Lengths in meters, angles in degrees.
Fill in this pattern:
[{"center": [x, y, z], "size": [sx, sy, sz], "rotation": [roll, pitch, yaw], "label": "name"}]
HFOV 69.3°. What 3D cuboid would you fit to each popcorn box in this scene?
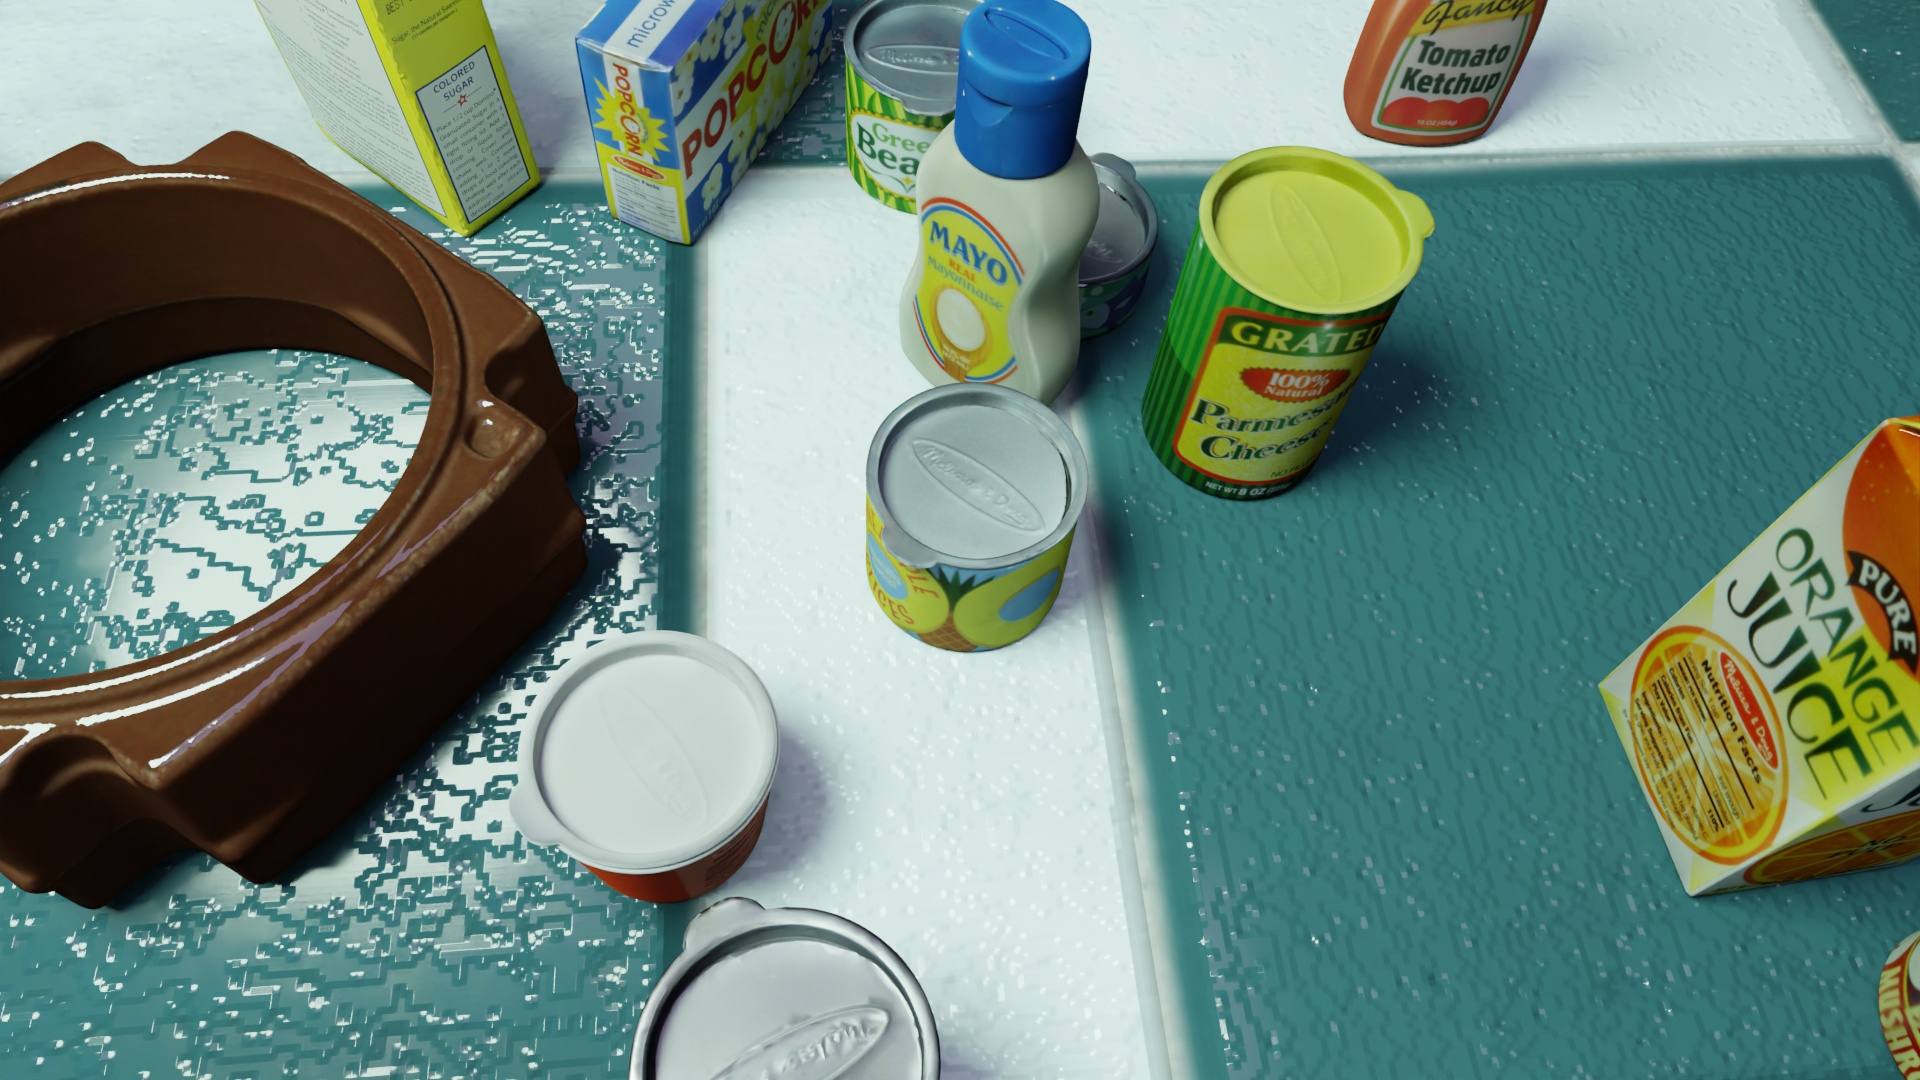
[{"center": [-0.091, -0.185, 0.519], "size": [0.038, 0.084, 0.127], "rotation": [21, 60, 8], "label": "popcorn box"}]

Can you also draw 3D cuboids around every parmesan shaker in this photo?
[{"center": [0.102, -0.067, 0.451], "size": [0.071, 0.102, 0.071], "rotation": [2, 59, -3], "label": "parmesan shaker"}]

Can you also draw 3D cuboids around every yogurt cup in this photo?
[{"center": [-0.083, 0.066, 0.385], "size": [0.072, 0.053, 0.073], "rotation": [2, 59, -3], "label": "yogurt cup"}]

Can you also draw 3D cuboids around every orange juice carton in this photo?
[{"center": [0.250, 0.024, 0.354], "size": [0.072, 0.191, 0.073], "rotation": [-6, 60, -8], "label": "orange juice carton"}]

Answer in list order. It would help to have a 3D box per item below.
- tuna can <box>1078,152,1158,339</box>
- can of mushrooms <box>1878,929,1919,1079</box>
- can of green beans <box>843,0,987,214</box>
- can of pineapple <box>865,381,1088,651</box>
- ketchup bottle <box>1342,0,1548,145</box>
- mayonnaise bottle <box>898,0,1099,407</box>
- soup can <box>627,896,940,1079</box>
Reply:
[{"center": [0.039, -0.110, 0.514], "size": [0.071, 0.032, 0.071], "rotation": [2, 59, -3], "label": "tuna can"}, {"center": [0.293, 0.135, 0.383], "size": [0.071, 0.033, 0.071], "rotation": [2, 59, -3], "label": "can of mushrooms"}, {"center": [-0.011, -0.167, 0.530], "size": [0.071, 0.057, 0.071], "rotation": [2, 59, -3], "label": "can of green beans"}, {"center": [0.002, -0.005, 0.432], "size": [0.071, 0.057, 0.071], "rotation": [2, 59, -3], "label": "can of pineapple"}, {"center": [0.195, -0.218, 0.523], "size": [0.065, 0.148, 0.044], "rotation": [0, 59, -4], "label": "ketchup bottle"}, {"center": [0.013, -0.099, 0.438], "size": [0.065, 0.147, 0.041], "rotation": [36, 63, 16], "label": "mayonnaise bottle"}, {"center": [-0.041, 0.130, 0.331], "size": [0.071, 0.083, 0.071], "rotation": [2, 59, -3], "label": "soup can"}]
